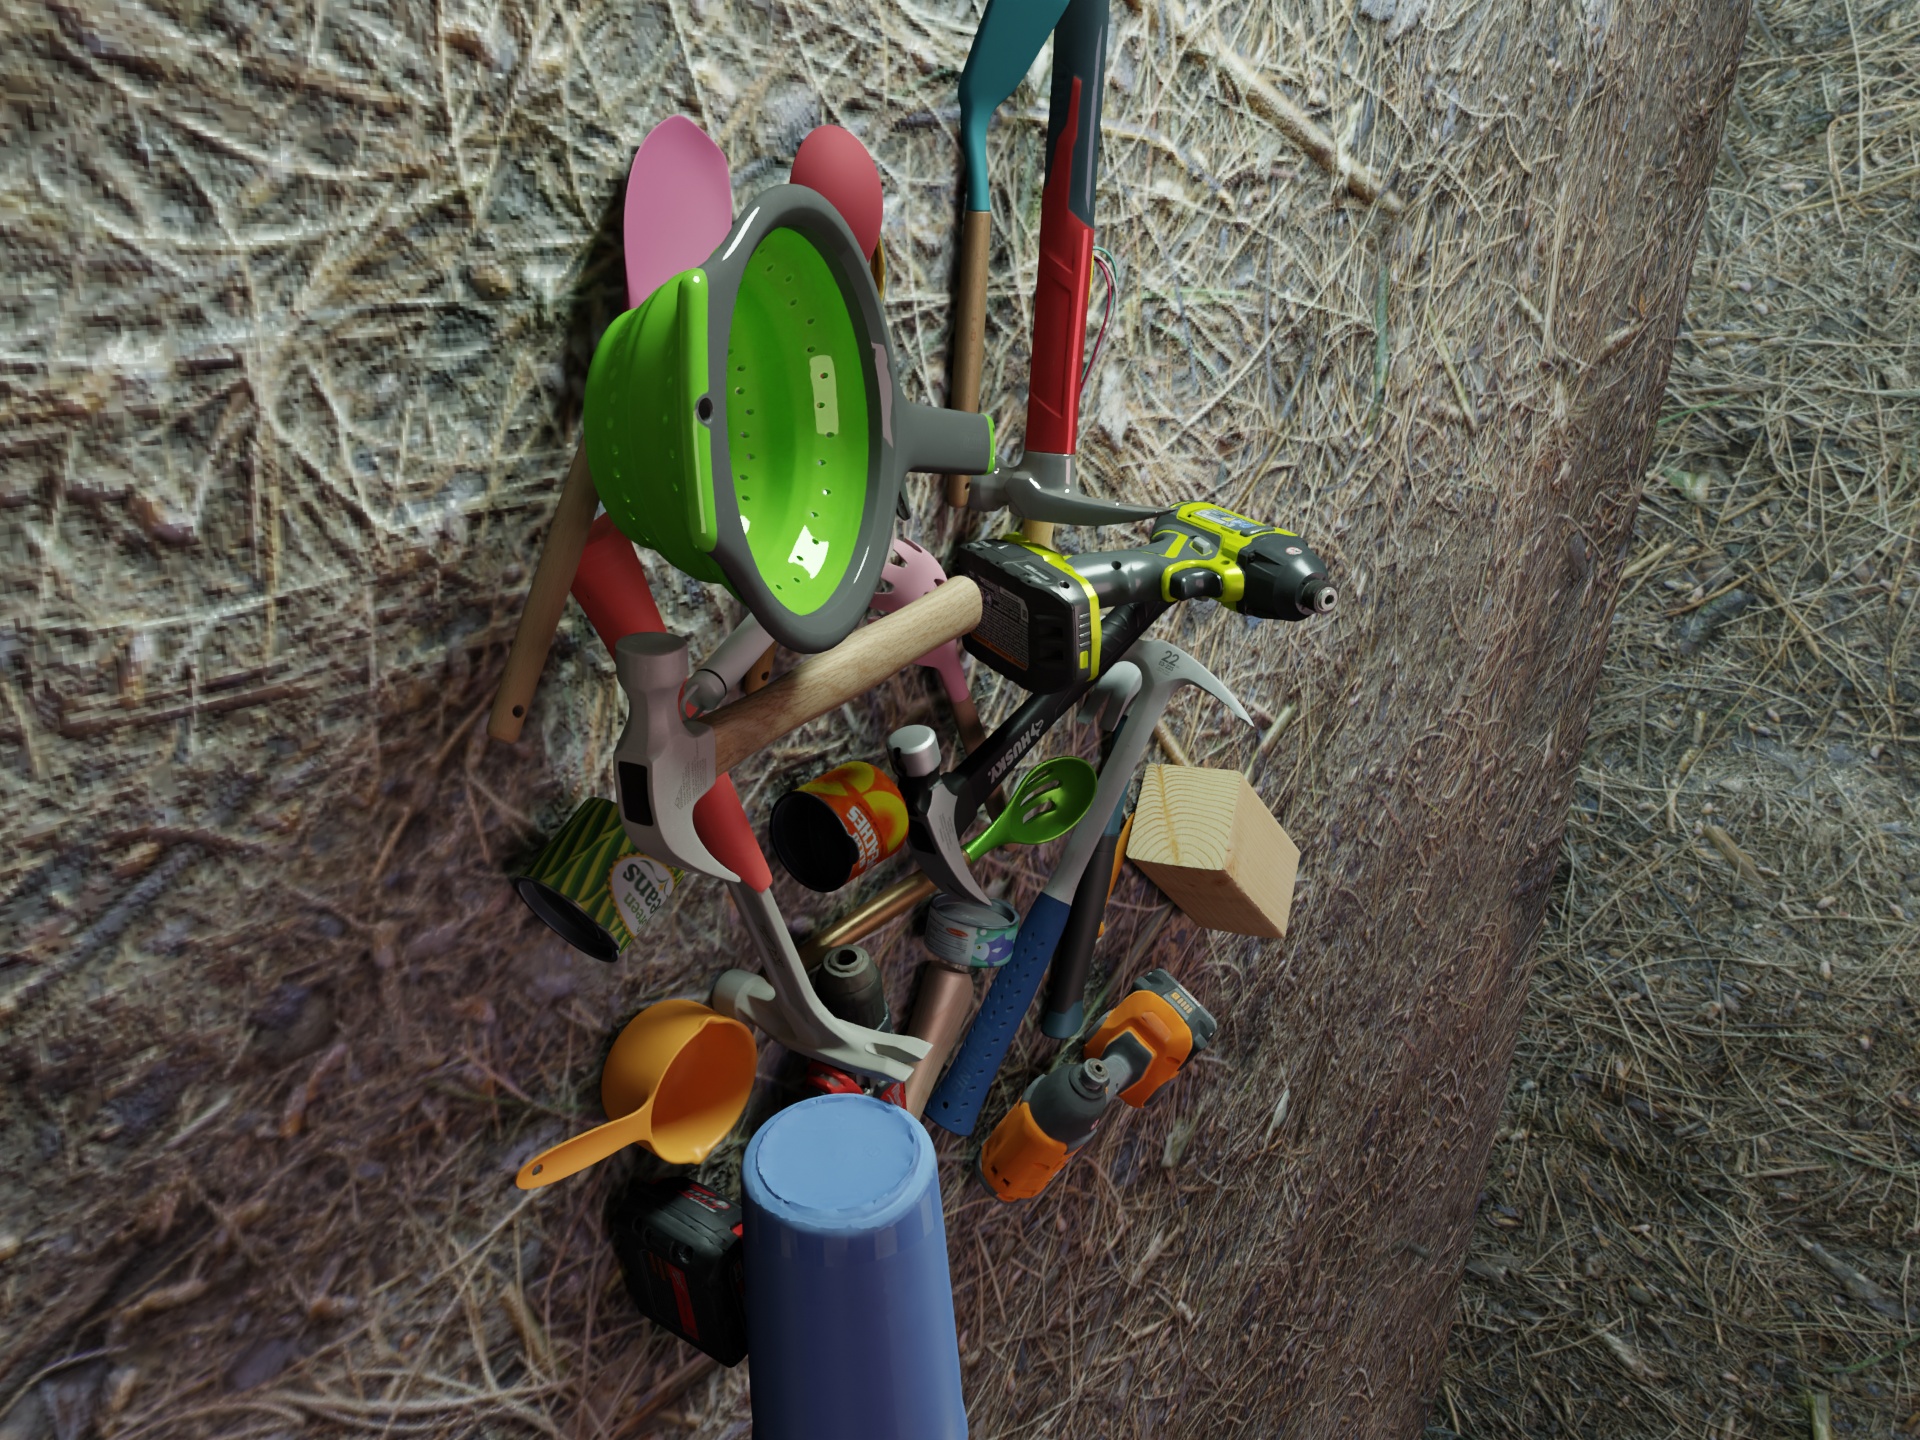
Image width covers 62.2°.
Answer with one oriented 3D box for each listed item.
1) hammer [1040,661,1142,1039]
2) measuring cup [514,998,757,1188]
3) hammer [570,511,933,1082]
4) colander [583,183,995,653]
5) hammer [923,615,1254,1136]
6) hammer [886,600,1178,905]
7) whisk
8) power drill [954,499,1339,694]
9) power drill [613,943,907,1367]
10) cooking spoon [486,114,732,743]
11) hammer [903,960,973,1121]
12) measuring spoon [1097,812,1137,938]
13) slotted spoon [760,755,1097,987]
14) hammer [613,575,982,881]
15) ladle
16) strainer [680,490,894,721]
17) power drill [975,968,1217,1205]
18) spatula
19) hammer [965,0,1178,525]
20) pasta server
[{"bbox_3d":[0.118,0.105,1.321,0.128,0.033,0.331,-3,108,-57],"label":"hammer"},{"bbox_3d":[-0.192,0.214,0.892,0.173,0.052,0.095,-17,119,-50],"label":"measuring cup"},{"bbox_3d":[-0.125,0.052,0.852,0.037,0.149,0.358,-48,134,-37],"label":"hammer"},{"bbox_3d":[-0.079,-0.143,0.798,0.397,0.094,0.204,-21,111,-70],"label":"colander"},{"bbox_3d":[0.082,0.128,1.212,0.405,0.144,0.035,-64,155,0],"label":"hammer"},{"bbox_3d":[0.066,-0.011,1.118,0.335,0.035,0.146,-45,133,-39],"label":"hammer"},{"bbox_3d":[0.066,-0.207,1.089,0.051,0.047,0.245,-11,119,-41],"label":"whisk"},{"bbox_3d":[0.124,-0.088,1.058,0.223,0.171,0.080,-15,116,-24],"label":"power drill"},{"bbox_3d":[-0.112,0.266,1.007,0.227,0.080,0.187,-44,143,-42],"label":"power drill"},{"bbox_3d":[-0.166,-0.141,0.744,0.068,0.017,0.319,33,67,-50],"label":"cooking spoon"},{"bbox_3d":[-0.076,0.375,1.158,0.146,0.038,0.410,17,90,-56],"label":"hammer"},{"bbox_3d":[0.135,0.136,1.381,0.021,0.011,0.117,26,83,-57],"label":"measuring spoon"},{"bbox_3d":[-0.016,0.104,1.100,0.314,0.031,0.070,-30,128,-38],"label":"slotted spoon"},{"bbox_3d":[-0.069,-0.018,0.822,0.331,0.031,0.130,-35,132,-58],"label":"hammer"},{"bbox_3d":[-0.087,-0.159,0.871,0.069,0.031,0.315,-12,121,-50],"label":"ladle"},{"bbox_3d":[-0.085,-0.069,0.850,0.258,0.050,0.086,-57,148,-50],"label":"strainer"},{"bbox_3d":[0.120,0.297,1.328,0.226,0.084,0.164,-27,156,-48],"label":"power drill"},{"bbox_3d":[0.017,-0.283,0.971,0.082,0.044,0.317,-27,128,-52],"label":"spatula"},{"bbox_3d":[0.080,-0.315,0.979,0.038,0.143,0.386,-18,115,-56],"label":"hammer"},{"bbox_3d":[-0.002,-0.004,1.098,0.060,0.040,0.315,-54,147,-26],"label":"pasta server"}]
